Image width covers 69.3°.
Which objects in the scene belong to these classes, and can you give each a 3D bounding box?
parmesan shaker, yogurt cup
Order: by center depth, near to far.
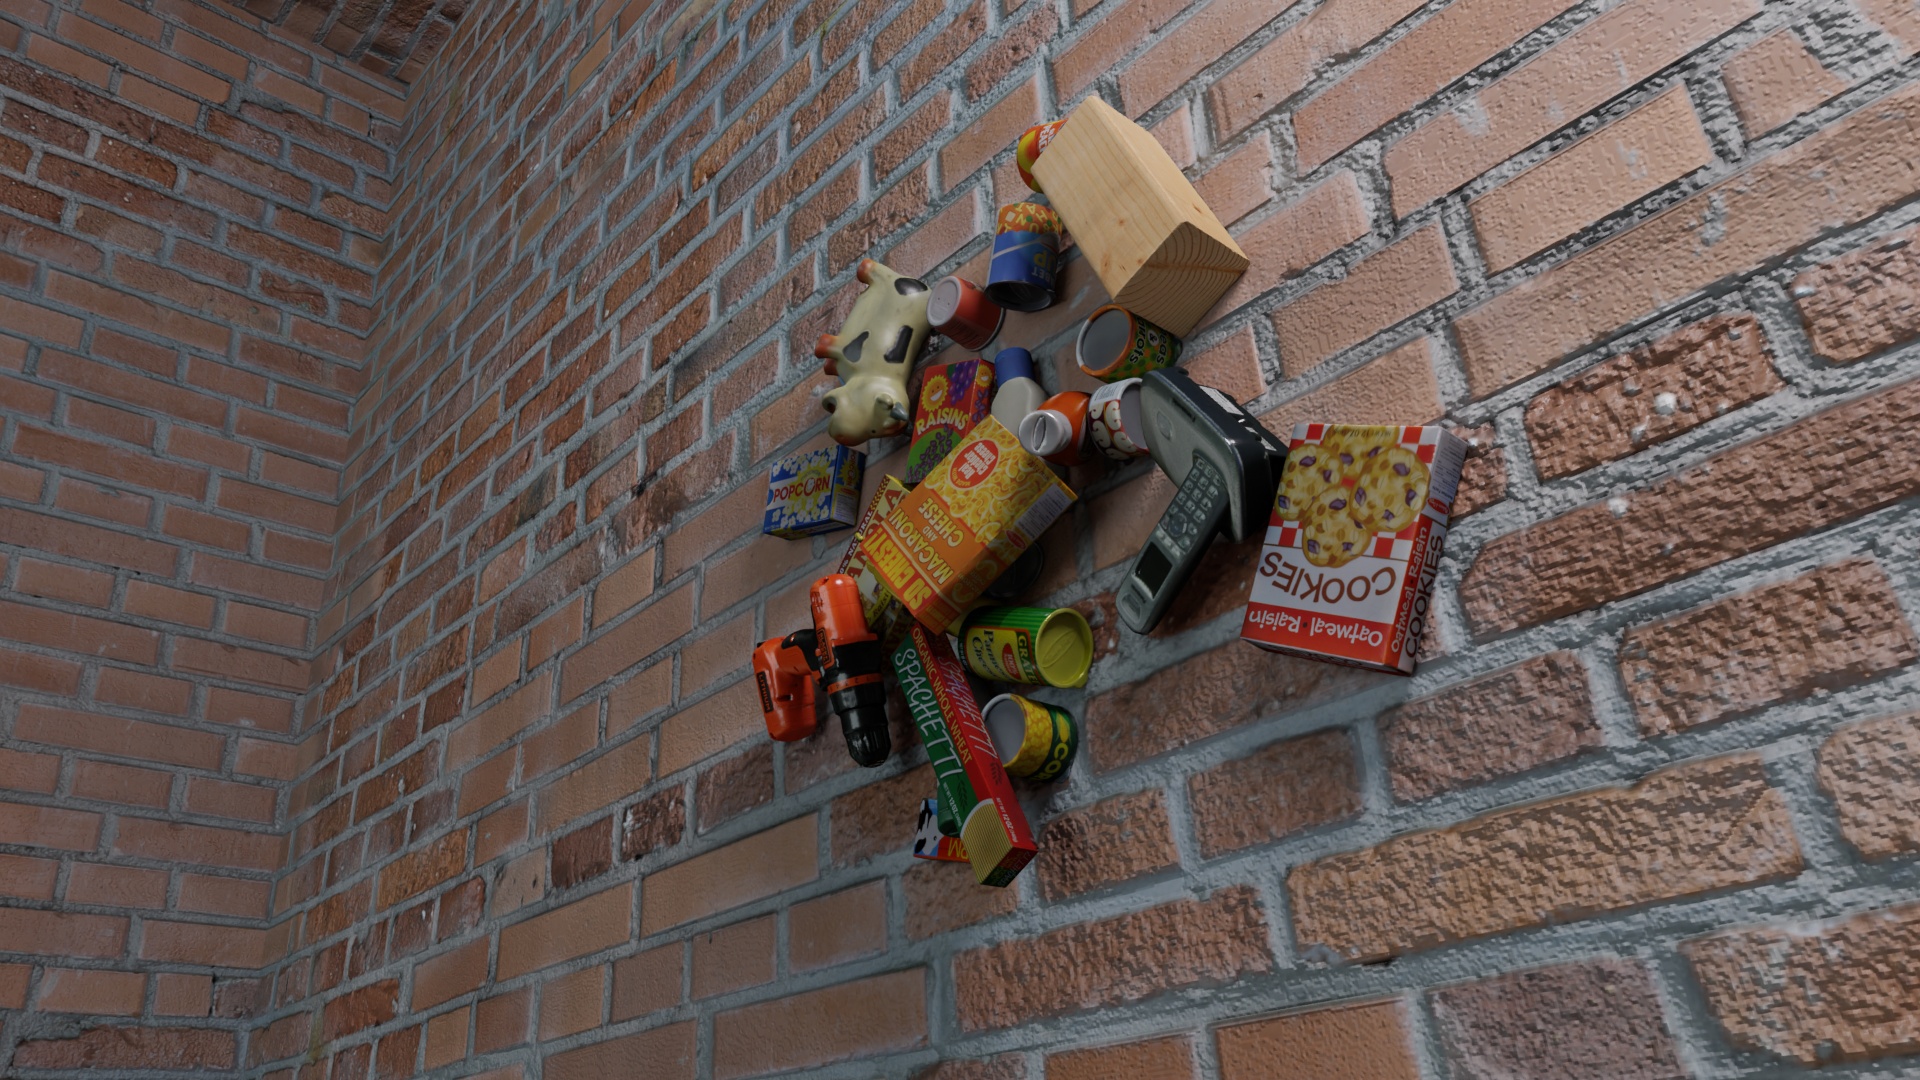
[{"bbox_3d":[0.055,0.092,1.180,0.103,0.071,0.071,-2,73,50],"label":"parmesan shaker"},{"bbox_3d":[0.003,-0.230,1.387,0.072,0.054,0.072,-23,58,44],"label":"yogurt cup"}]

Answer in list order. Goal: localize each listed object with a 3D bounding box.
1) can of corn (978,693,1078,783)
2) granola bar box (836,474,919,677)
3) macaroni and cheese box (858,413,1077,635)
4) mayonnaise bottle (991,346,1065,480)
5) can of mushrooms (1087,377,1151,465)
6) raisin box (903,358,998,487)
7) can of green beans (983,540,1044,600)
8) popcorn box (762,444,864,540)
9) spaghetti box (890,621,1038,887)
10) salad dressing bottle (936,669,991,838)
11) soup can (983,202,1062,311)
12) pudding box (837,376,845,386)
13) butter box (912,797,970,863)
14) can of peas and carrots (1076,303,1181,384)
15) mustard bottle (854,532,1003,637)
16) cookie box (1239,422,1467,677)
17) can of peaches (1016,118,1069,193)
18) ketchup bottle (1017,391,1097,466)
[{"bbox_3d":[0.055,0.166,1.151,0.071,0.058,0.071,-23,57,43],"label":"can of corn"},{"bbox_3d":[-0.069,0.033,1.370,0.124,0.039,0.165,37,103,50],"label":"granola bar box"},{"bbox_3d":[0.004,-0.015,1.199,0.166,0.040,0.124,-45,41,3],"label":"macaroni and cheese box"},{"bbox_3d":[0.058,-0.111,1.282,0.064,0.041,0.149,-33,50,36],"label":"mayonnaise bottle"},{"bbox_3d":[0.141,-0.099,1.160,0.033,0.071,0.071,-13,65,46],"label":"can of mushrooms"},{"bbox_3d":[-0.005,-0.111,1.357,0.086,0.040,0.123,-3,74,50],"label":"raisin box"},{"bbox_3d":[0.032,0.011,1.238,0.071,0.071,0.058,-59,40,14],"label":"can of green beans"},{"bbox_3d":[-0.161,-0.051,1.516,0.126,0.038,0.085,-11,68,47],"label":"popcorn box"},{"bbox_3d":[-0.001,0.169,1.145,0.050,0.029,0.251,-53,40,26],"label":"spaghetti box"},{"bbox_3d":[-0.002,0.183,1.200,0.064,0.044,0.148,-30,41,30],"label":"salad dressing bottle"},{"bbox_3d":[0.063,-0.270,1.326,0.071,0.071,0.084,-9,68,48],"label":"soup can"},{"bbox_3d":[-0.110,-0.188,1.521,0.049,0.030,0.084,-52,42,20],"label":"pudding box"},{"bbox_3d":[0.002,0.252,1.202,0.103,0.024,0.053,-8,67,48],"label":"butter box"},{"bbox_3d":[0.143,-0.163,1.188,0.070,0.059,0.071,-23,59,43],"label":"can of peas and carrots"},{"bbox_3d":[-0.037,0.035,1.276,0.160,0.065,0.048,32,110,28],"label":"mustard bottle"},{"bbox_3d":[0.275,0.003,0.977,0.123,0.040,0.167,8,79,51],"label":"cookie box"},{"bbox_3d":[0.094,-0.367,1.325,0.058,0.071,0.071,9,81,52],"label":"can of peaches"},{"bbox_3d":[0.084,-0.092,1.160,0.043,0.149,0.064,12,100,17],"label":"ketchup bottle"}]
